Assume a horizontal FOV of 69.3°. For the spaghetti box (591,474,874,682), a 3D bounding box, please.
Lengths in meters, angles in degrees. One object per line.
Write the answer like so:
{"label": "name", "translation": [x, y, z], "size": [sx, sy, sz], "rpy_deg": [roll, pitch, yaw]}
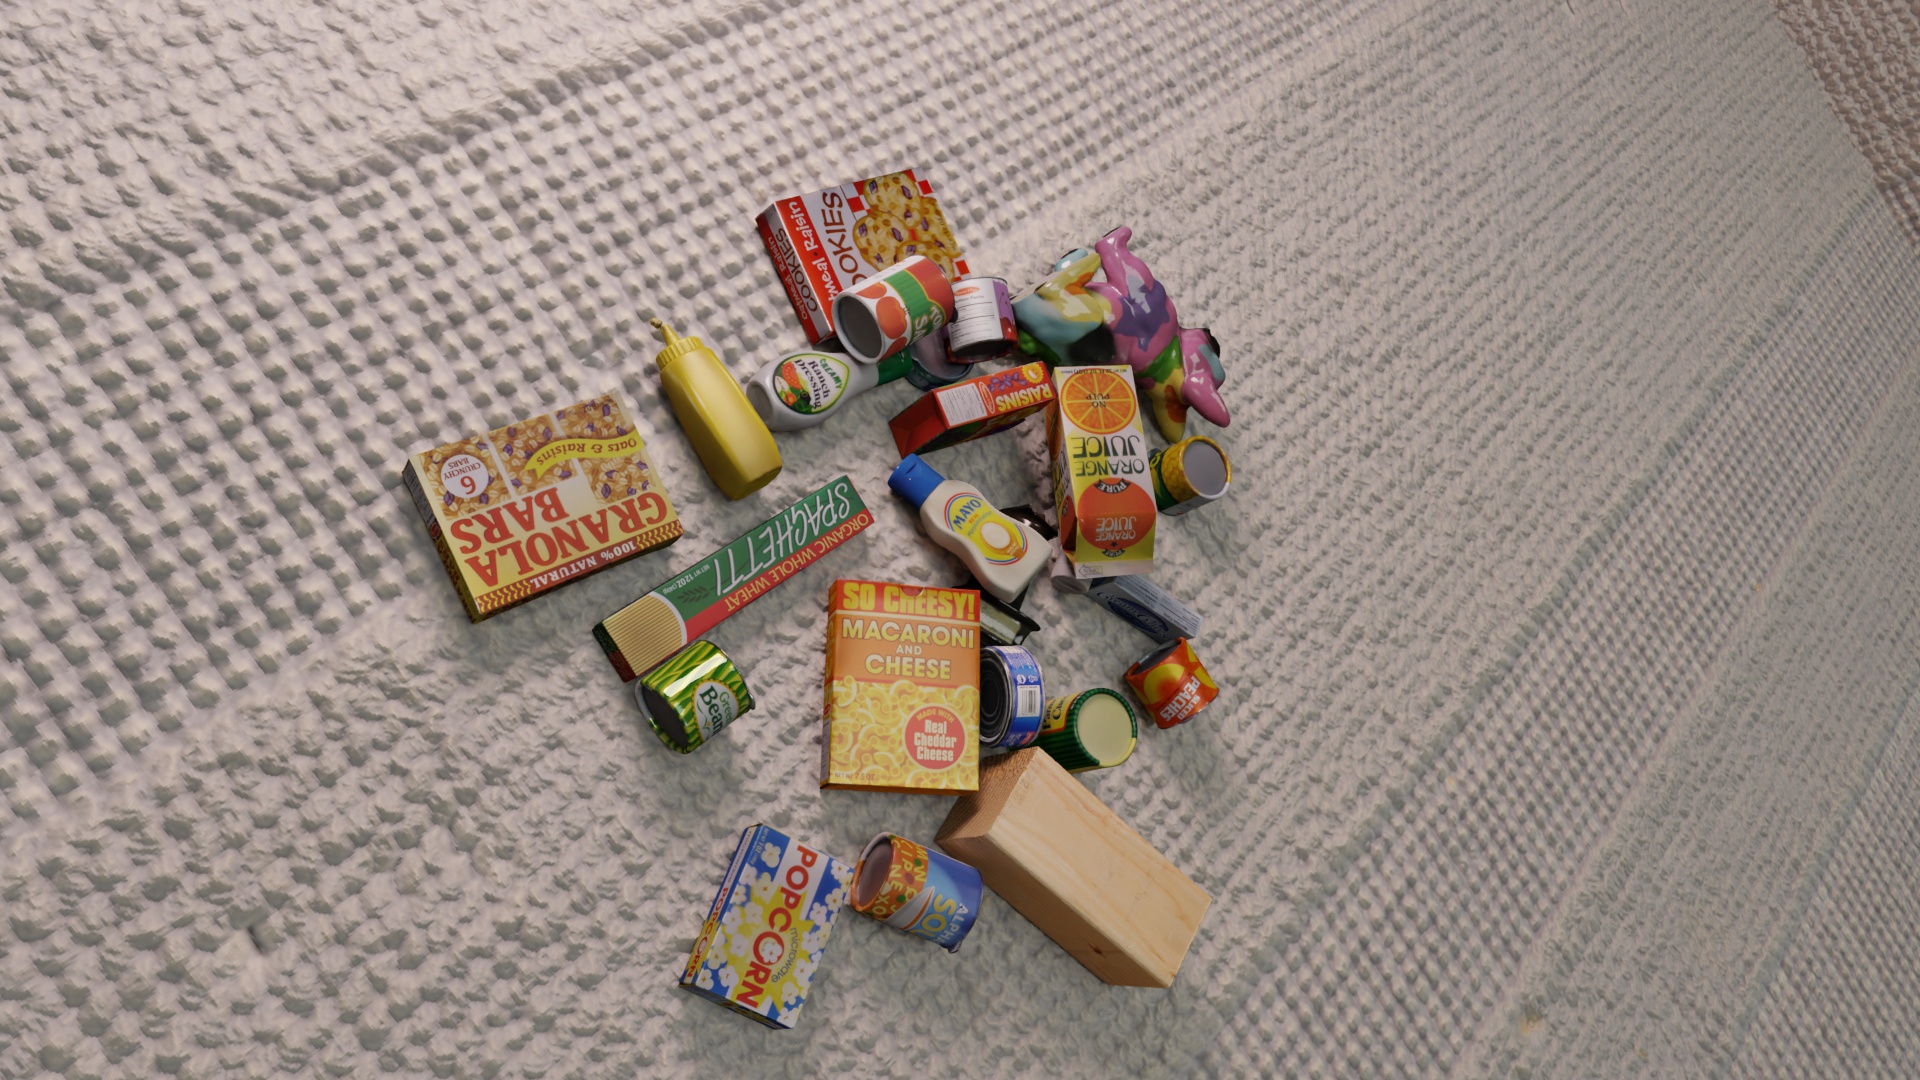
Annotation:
{"label": "spaghetti box", "translation": [-0.173, 0.025, 1.099], "size": [0.251, 0.028, 0.050], "rpy_deg": [-35, 95, -34]}

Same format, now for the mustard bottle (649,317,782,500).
{"label": "mustard bottle", "translation": [-0.200, -0.112, 1.104], "size": [0.049, 0.065, 0.160], "rpy_deg": [-30, 88, -30]}

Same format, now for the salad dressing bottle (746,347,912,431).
{"label": "salad dressing bottle", "translation": [-0.109, -0.137, 1.178], "size": [0.148, 0.044, 0.064], "rpy_deg": [-25, 87, -34]}

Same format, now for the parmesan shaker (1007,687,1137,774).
{"label": "parmesan shaker", "translation": [0.095, 0.162, 1.174], "size": [0.071, 0.102, 0.071], "rpy_deg": [10, 70, -29]}

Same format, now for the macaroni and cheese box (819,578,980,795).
{"label": "macaroni and cheese box", "translation": [-0.047, 0.119, 1.124], "size": [0.124, 0.040, 0.167], "rpy_deg": [6, 72, -16]}

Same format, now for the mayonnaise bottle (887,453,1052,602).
{"label": "mayonnaise bottle", "translation": [0.004, -0.015, 1.186], "size": [0.148, 0.041, 0.065], "rpy_deg": [39, 67, 7]}

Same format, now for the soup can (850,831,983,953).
{"label": "soup can", "translation": [-0.034, 0.274, 1.082], "size": [0.084, 0.071, 0.071], "rpy_deg": [27, 63, -21]}

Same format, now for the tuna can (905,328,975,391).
{"label": "tuna can", "translation": [-0.025, -0.168, 1.245], "size": [0.071, 0.032, 0.071], "rpy_deg": [10, 70, -29]}

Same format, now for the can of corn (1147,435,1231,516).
{"label": "can of corn", "translation": [0.219, -0.065, 1.346], "size": [0.071, 0.058, 0.071], "rpy_deg": [10, 71, -29]}

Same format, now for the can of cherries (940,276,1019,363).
{"label": "can of cherries", "translation": [0.015, -0.192, 1.217], "size": [0.072, 0.071, 0.058], "rpy_deg": [-6, 79, -32]}

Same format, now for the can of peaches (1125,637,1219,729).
{"label": "can of peaches", "translation": [0.192, 0.130, 1.263], "size": [0.071, 0.071, 0.058], "rpy_deg": [-36, 95, -34]}

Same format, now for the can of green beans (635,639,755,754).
{"label": "can of green beans", "translation": [-0.199, 0.116, 1.032], "size": [0.058, 0.071, 0.071], "rpy_deg": [-36, 95, -34]}

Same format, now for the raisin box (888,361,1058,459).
{"label": "raisin box", "translation": [0.012, -0.114, 1.219], "size": [0.124, 0.086, 0.040], "rpy_deg": [-19, 84, -34]}

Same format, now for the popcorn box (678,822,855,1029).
{"label": "popcorn box", "translation": [-0.142, 0.286, 1.031], "size": [0.085, 0.038, 0.127], "rpy_deg": [32, 61, -20]}

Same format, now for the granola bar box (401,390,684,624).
{"label": "granola bar box", "translation": [-0.306, -0.027, 1.027], "size": [0.166, 0.039, 0.124], "rpy_deg": [-24, 88, -34]}

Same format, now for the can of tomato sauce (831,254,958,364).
{"label": "can of tomato sauce", "translation": [-0.055, -0.192, 1.166], "size": [0.083, 0.071, 0.071], "rpy_deg": [-34, 94, -33]}

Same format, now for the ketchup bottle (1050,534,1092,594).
{"label": "ketchup bottle", "translation": [0.121, -0.022, 1.282], "size": [0.065, 0.043, 0.149], "rpy_deg": [29, 62, -17]}

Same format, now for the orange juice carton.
{"label": "orange juice carton", "translation": [0.124, -0.056, 1.231], "size": [0.072, 0.072, 0.193], "rpy_deg": [-3, 65, -8]}

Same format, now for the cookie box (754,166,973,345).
{"label": "cookie box", "translation": [-0.082, -0.254, 1.233], "size": [0.168, 0.040, 0.123], "rpy_deg": [-24, 89, -35]}

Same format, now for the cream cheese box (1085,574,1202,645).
{"label": "cream cheese box", "translation": [0.167, 0.059, 1.280], "size": [0.104, 0.053, 0.024], "rpy_deg": [33, 63, -19]}
